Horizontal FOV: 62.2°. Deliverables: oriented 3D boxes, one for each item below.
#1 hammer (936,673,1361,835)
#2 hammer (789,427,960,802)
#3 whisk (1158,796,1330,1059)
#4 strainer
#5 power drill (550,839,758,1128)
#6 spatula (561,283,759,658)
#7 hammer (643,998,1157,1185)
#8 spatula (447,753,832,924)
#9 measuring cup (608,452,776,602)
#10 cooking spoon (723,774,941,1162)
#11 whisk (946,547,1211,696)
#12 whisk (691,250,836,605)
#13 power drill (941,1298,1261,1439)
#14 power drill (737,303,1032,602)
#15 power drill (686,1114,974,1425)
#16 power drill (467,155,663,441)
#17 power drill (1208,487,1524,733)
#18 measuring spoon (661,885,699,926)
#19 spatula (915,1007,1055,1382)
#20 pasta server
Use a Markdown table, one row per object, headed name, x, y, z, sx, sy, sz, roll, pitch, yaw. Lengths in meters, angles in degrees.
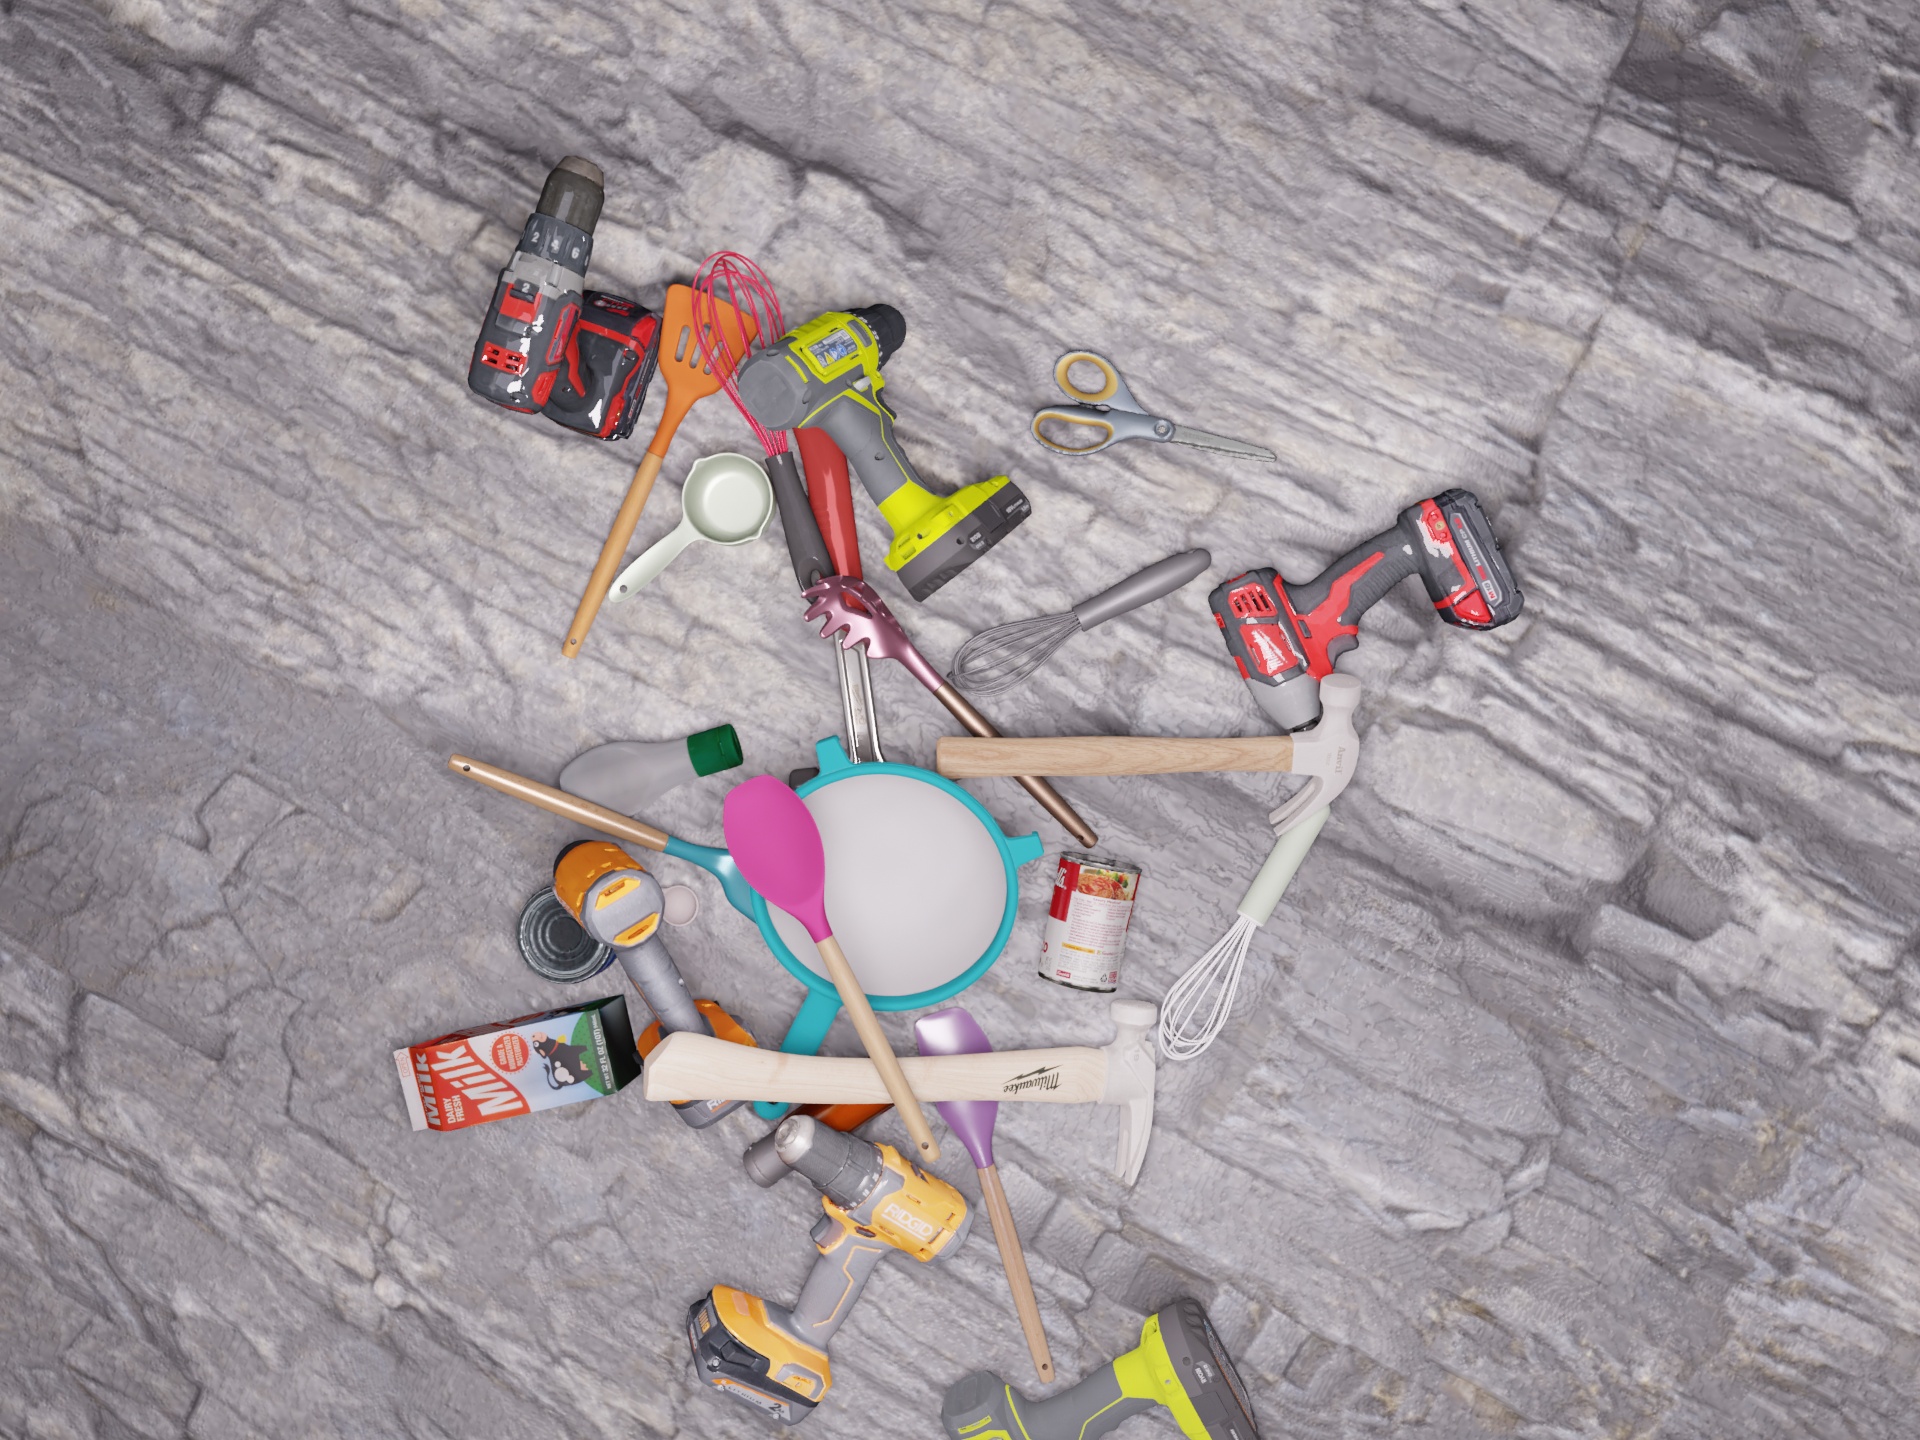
| name | x | y | z | sx | sy | sz | roll | pitch | yaw |
| --- | --- | --- | --- | --- | --- | --- | --- | --- | --- |
| hammer | 0.147 | 0.030 | 1.260 | 0.331 | 0.031 | 0.130 | -1 | 116 | 1 |
| hammer | -0.088 | -0.112 | 1.318 | 0.149 | 0.036 | 0.359 | -8 | 90 | 4 |
| whisk | 0.233 | 0.168 | 1.295 | 0.059 | 0.058 | 0.246 | 32 | 89 | -31 |
| strainer | -0.086 | 0.173 | 1.298 | 0.211 | 0.095 | 0.340 | 26 | 109 | -5 |
| power drill | -0.249 | 0.195 | 1.259 | 0.084 | 0.164 | 0.226 | -32 | 113 | -19 |
| spatula | -0.266 | -0.200 | 1.328 | 0.081 | 0.041 | 0.322 | 24 | 93 | -8 |
| hammer | -0.039 | 0.289 | 1.239 | 0.410 | 0.038 | 0.146 | 4 | 89 | -18 |
| spatula | -0.263 | 0.092 | 1.298 | 0.317 | 0.044 | 0.082 | 23 | 91 | -18 |
| measuring cup | -0.225 | -0.154 | 1.328 | 0.167 | 0.038 | 0.083 | -40 | 87 | 5 |
| cooking spoon | -0.092 | 0.189 | 1.204 | 0.069 | 0.017 | 0.319 | -27 | 87 | -1 |
| whisk | 0.098 | -0.084 | 1.301 | 0.239 | 0.055 | 0.055 | -26 | 88 | -1 |
| whisk | -0.151 | -0.232 | 1.278 | 0.073 | 0.073 | 0.296 | -16 | 95 | 4 |
| power drill | 0.119 | 0.575 | 1.279 | 0.223 | 0.080 | 0.171 | -26 | 102 | 7 |
| power drill | -0.050 | -0.225 | 1.264 | 0.080 | 0.190 | 0.228 | -34 | 97 | 40 |
| power drill | -0.123 | 0.430 | 1.268 | 0.185 | 0.084 | 0.226 | 40 | 92 | -26 |
| power drill | -0.299 | -0.318 | 1.237 | 0.080 | 0.226 | 0.188 | 19 | 91 | 3 |
| power drill | 0.324 | -0.084 | 1.273 | 0.219 | 0.078 | 0.143 | -24 | 88 | 6 |
| measuring spoon | -0.274 | 0.137 | 1.343 | 0.124 | 0.018 | 0.034 | 24 | 92 | 10 |
| spatula | 0.030 | 0.393 | 1.317 | 0.060 | 0.018 | 0.316 | -16 | 88 | -8 |
| pasta server | -0.002 | -0.004 | 1.282 | 0.316 | 0.040 | 0.060 | 45 | 131 | -10 |
